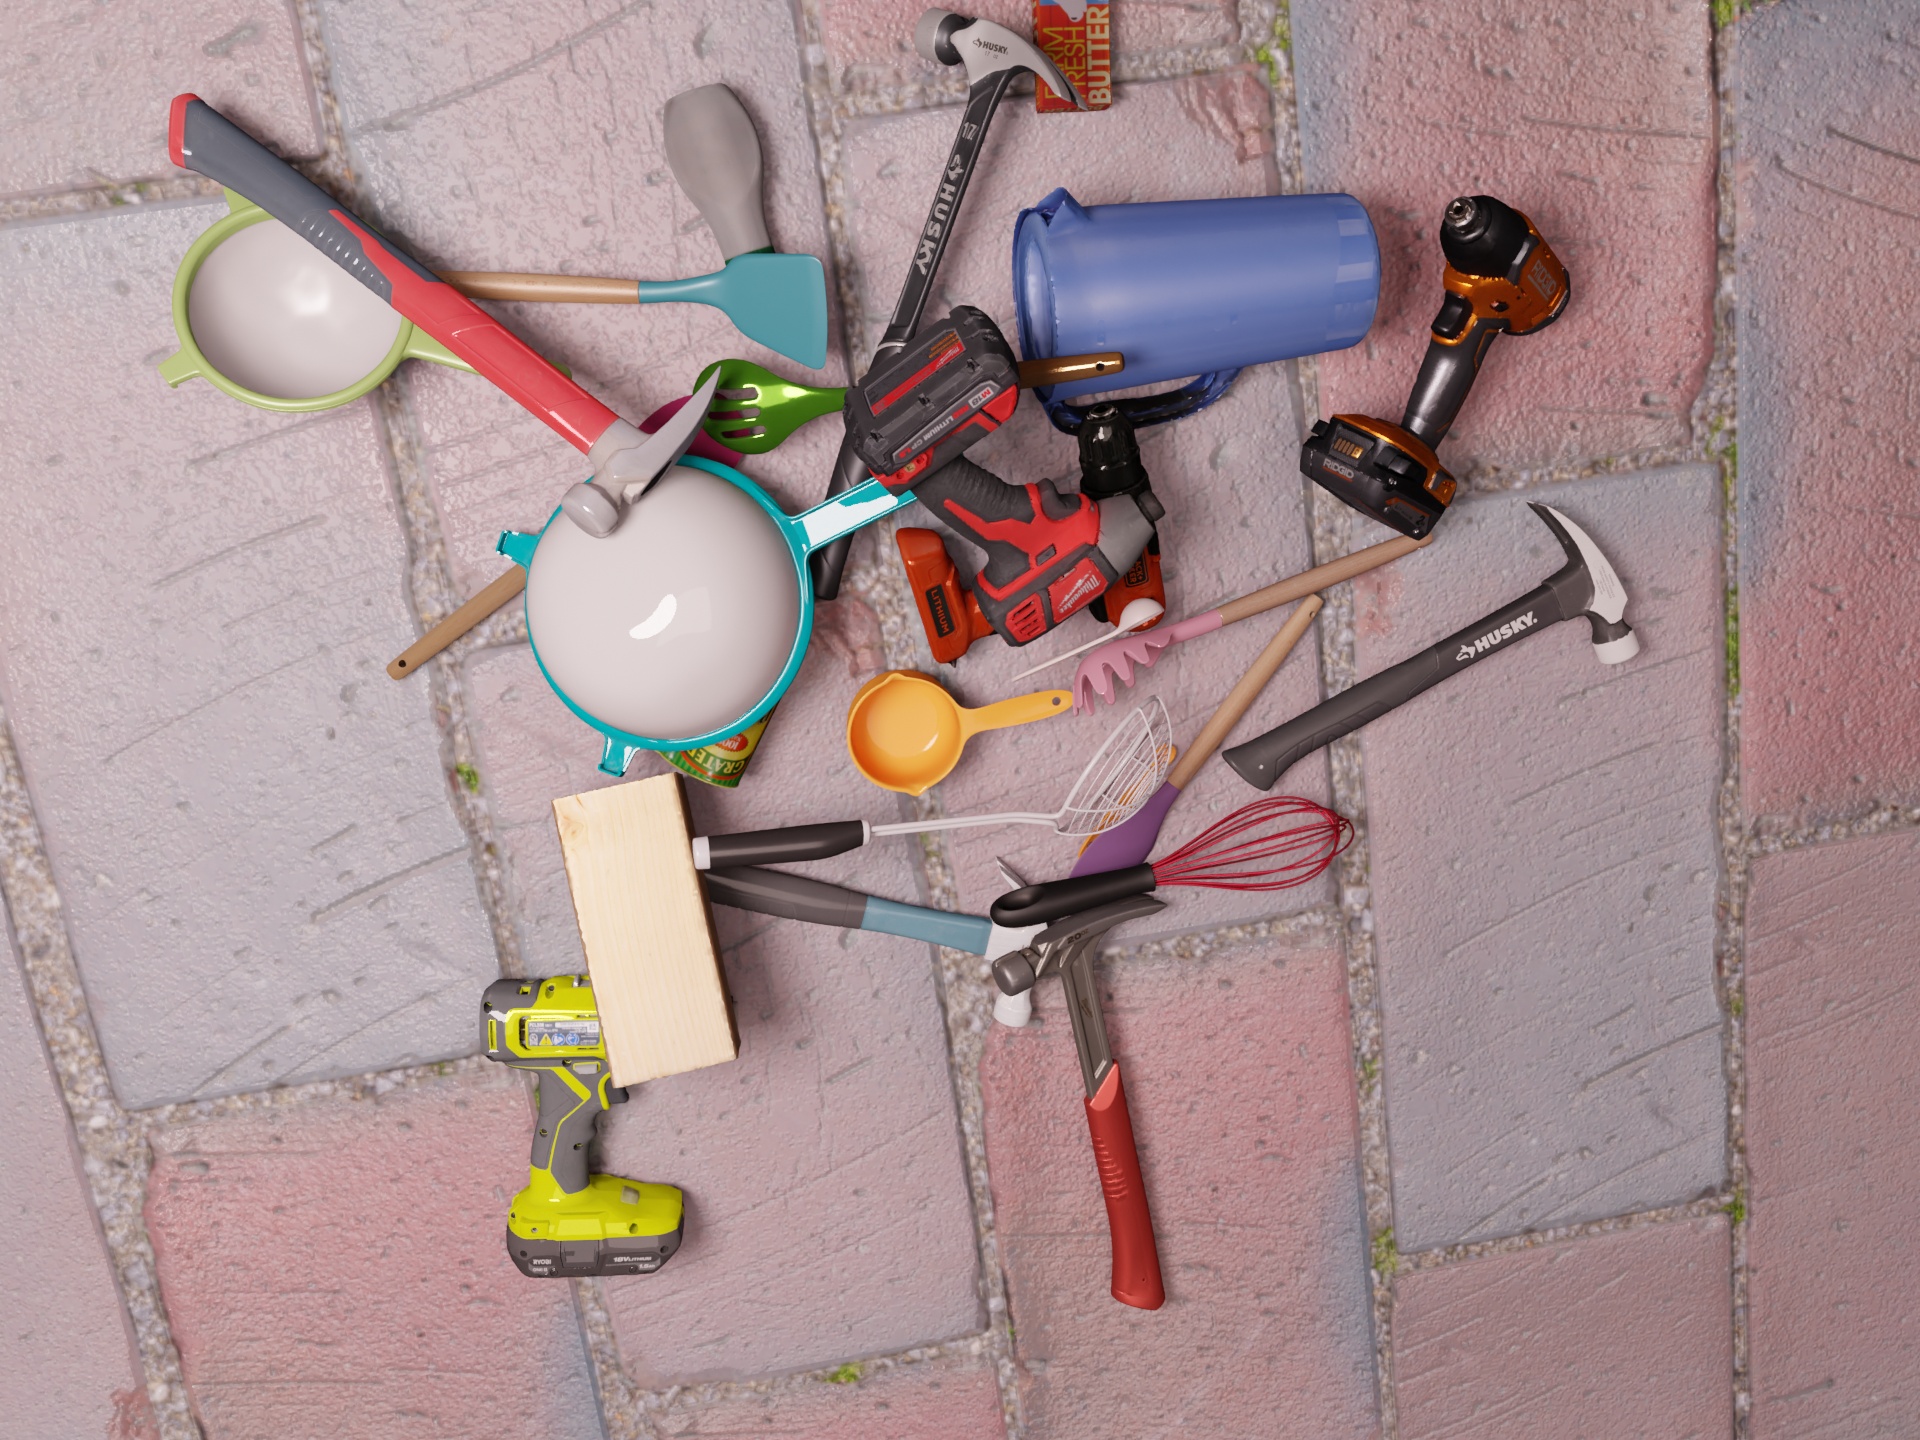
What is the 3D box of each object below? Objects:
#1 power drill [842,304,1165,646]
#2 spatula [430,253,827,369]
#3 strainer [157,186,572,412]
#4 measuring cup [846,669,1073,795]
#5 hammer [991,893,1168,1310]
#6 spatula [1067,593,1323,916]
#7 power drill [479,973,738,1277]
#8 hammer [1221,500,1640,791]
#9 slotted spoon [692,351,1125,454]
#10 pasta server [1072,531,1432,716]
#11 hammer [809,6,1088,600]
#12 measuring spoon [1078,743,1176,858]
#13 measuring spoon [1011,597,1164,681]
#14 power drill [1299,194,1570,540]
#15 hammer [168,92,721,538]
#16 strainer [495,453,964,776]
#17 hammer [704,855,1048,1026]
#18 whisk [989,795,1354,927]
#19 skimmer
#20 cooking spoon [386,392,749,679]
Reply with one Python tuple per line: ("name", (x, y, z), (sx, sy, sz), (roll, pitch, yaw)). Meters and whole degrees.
("power drill", (0.035, -0.156, 1.047), (0.143, 0.079, 0.219), (-34, 129, 11))
("spatula", (-0.248, -0.293, 1.092), (0.317, 0.044, 0.082), (2, 129, 0))
("strainer", (-0.392, -0.254, 1.080), (0.256, 0.069, 0.151), (14, 74, -11))
("measuring cup", (-0.002, -0.004, 1.202), (0.173, 0.052, 0.095), (-12, 105, -5))
("hammer", (0.128, 0.321, 1.293), (0.149, 0.037, 0.359), (-21, 110, -22))
("spatula", (0.181, 0.029, 1.245), (0.059, 0.018, 0.316), (33, 97, -37))
("power drill", (-0.269, 0.307, 1.233), (0.190, 0.080, 0.228), (0, 101, -6))
("hammer", (0.357, -0.042, 1.242), (0.335, 0.035, 0.146), (-28, 106, 1))
("slotted spoon", (-0.044, -0.224, 1.077), (0.314, 0.031, 0.070), (-3, 118, 18))
("pasta server", (0.221, -0.080, 1.196), (0.316, 0.060, 0.040), (-22, 76, -12))
("hammer", (-0.035, -0.276, 1.110), (0.036, 0.149, 0.409), (1, 116, -49))
("measuring spoon", (0.129, 0.063, 1.254), (0.021, 0.011, 0.117), (29, 103, -43))
("measuring spoon", (0.090, -0.060, 1.166), (0.124, 0.034, 0.018), (-25, 86, 12))
("power drill", (0.337, -0.256, 1.130), (0.164, 0.084, 0.226), (16, 106, -53))
("hammer", (-0.343, -0.288, 1.043), (0.386, 0.038, 0.143), (38, 69, -3))
("strainer", (-0.155, -0.108, 1.080), (0.340, 0.095, 0.211), (-25, 89, 9))
("hammer", (-0.089, 0.148, 1.237), (0.331, 0.033, 0.128), (13, 103, -9))
("whisk", (0.165, 0.116, 1.233), (0.296, 0.073, 0.073), (-13, 105, -8))
("skimmer", (-0.015, 0.049, 1.159), (0.363, 0.127, 0.090), (-6, 60, -13))
("cooking spoon", (-0.288, -0.129, 1.154), (0.319, 0.017, 0.068), (-37, 98, 2))
